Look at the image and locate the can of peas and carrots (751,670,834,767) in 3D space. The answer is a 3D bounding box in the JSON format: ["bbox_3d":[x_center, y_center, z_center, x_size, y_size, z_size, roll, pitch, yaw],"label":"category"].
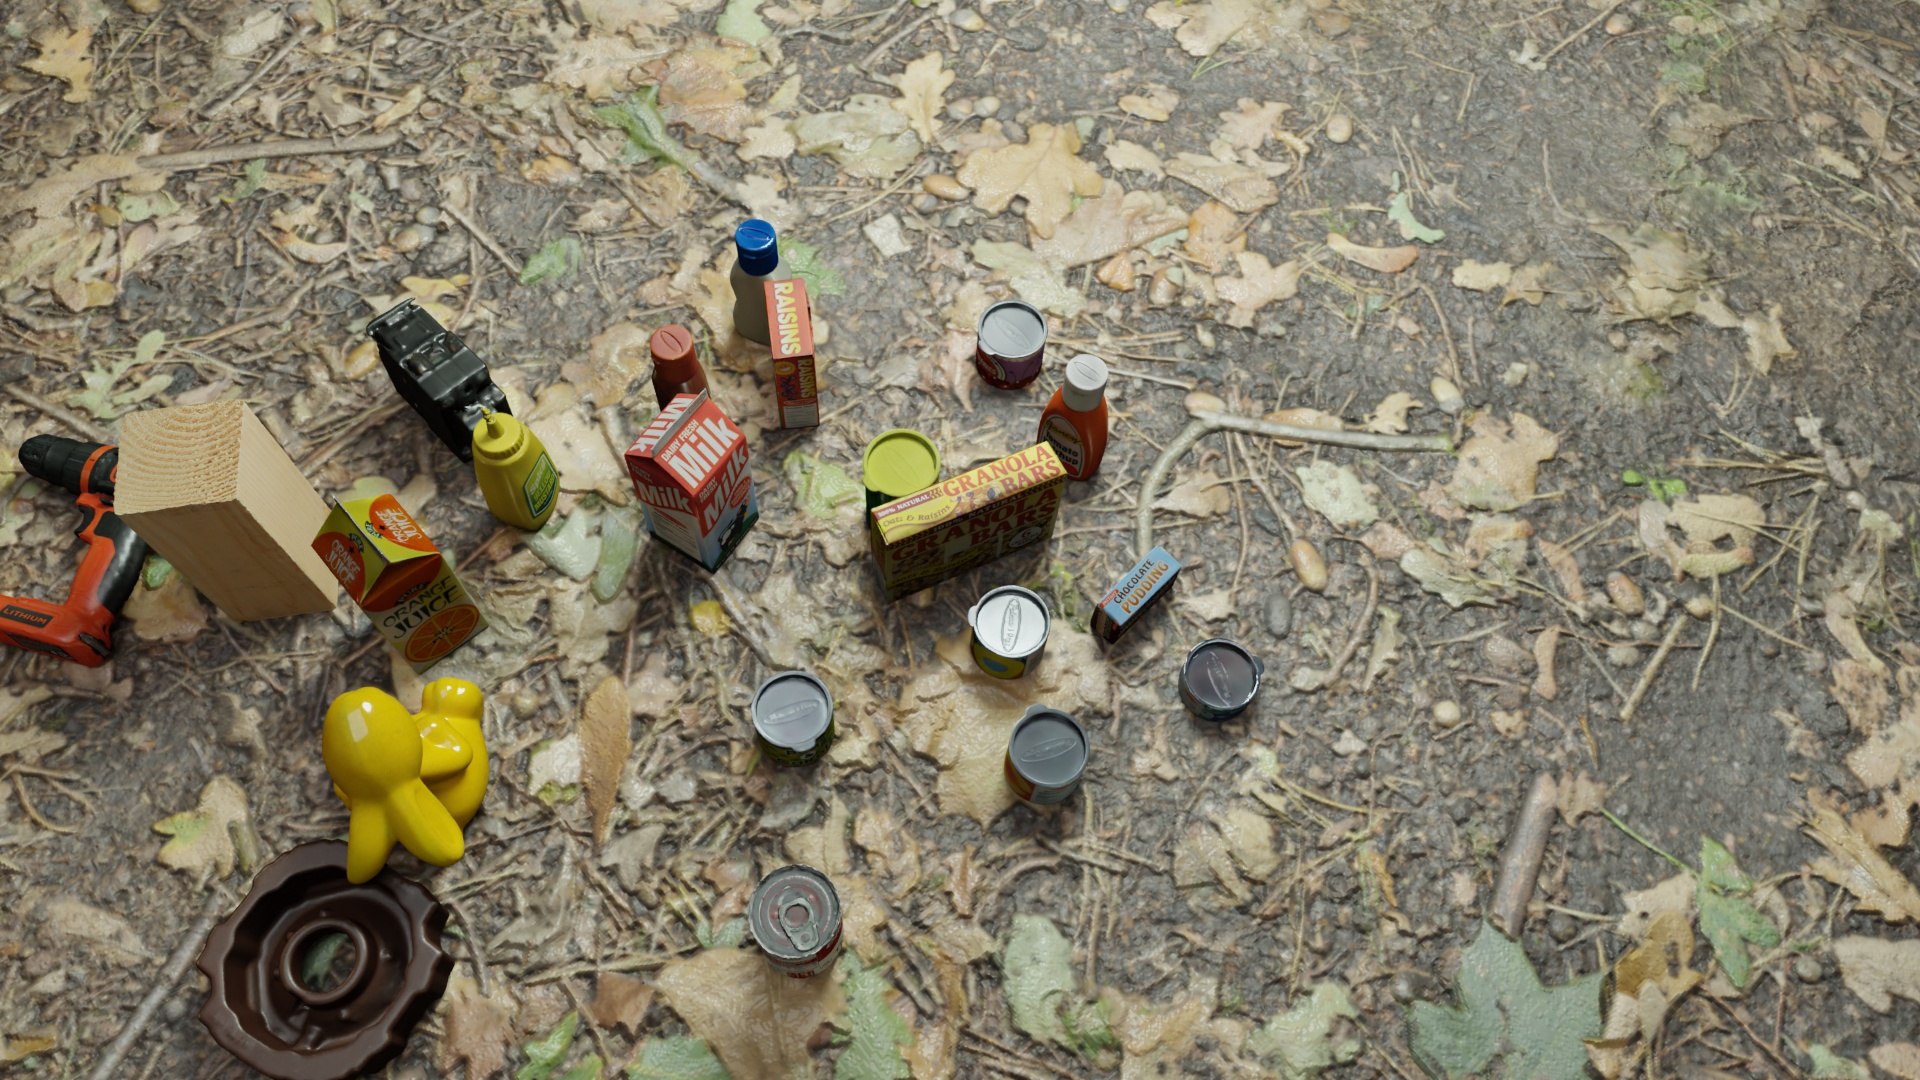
[{"bbox_3d":[-0.136,0.150,1.148,0.071,0.058,0.071,1,64,-2],"label":"can of peas and carrots"}]

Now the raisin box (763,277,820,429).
[{"bbox_3d":[-0.153,-0.169,1.269,0.040,0.123,0.086,-7,65,-6],"label":"raisin box"}]

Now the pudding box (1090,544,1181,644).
[{"bbox_3d":[0.154,0.047,1.219,0.030,0.049,0.084,42,69,16],"label":"pudding box"}]

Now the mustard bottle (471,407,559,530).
[{"bbox_3d":[-0.384,-0.066,1.185,0.049,0.159,0.065,17,64,5],"label":"mustard bottle"}]

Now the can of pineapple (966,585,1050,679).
[{"bbox_3d":[0.041,0.079,1.193,0.071,0.057,0.071,1,64,-2],"label":"can of pineapple"}]

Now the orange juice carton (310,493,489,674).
[{"bbox_3d":[-0.452,0.029,1.116,0.073,0.191,0.072,-38,72,-19],"label":"orange juice carton"}]

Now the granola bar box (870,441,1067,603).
[{"bbox_3d":[0.004,-0.015,1.200,0.166,0.123,0.039,-22,67,-13],"label":"granola bar box"}]

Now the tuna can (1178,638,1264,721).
[{"bbox_3d":[0.224,0.120,1.196,0.071,0.032,0.071,1,64,-2],"label":"tuna can"}]

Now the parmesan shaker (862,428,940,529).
[{"bbox_3d":[-0.054,-0.043,1.223,0.071,0.102,0.071,1,64,-2],"label":"parmesan shaker"}]

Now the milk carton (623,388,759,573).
[{"bbox_3d":[-0.226,-0.054,1.171,0.073,0.189,0.072,30,66,11],"label":"milk carton"}]

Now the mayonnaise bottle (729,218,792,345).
[{"bbox_3d":[-0.183,-0.238,1.288,0.065,0.147,0.041,15,64,4],"label":"mayonnaise bottle"}]

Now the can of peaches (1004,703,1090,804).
[{"bbox_3d":[0.070,0.177,1.146,0.071,0.057,0.071,1,64,-2],"label":"can of peaches"}]

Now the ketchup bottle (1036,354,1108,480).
[{"bbox_3d":[0.104,-0.112,1.240,0.065,0.148,0.044,37,68,14],"label":"ketchup bottle"}]

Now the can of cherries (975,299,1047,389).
[{"bbox_3d":[0.045,-0.185,1.323,0.071,0.058,0.072,1,64,-2],"label":"can of cherries"}]

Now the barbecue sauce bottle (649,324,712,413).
[{"bbox_3d":[-0.247,-0.135,1.233,0.044,0.148,0.065,-38,72,-19],"label":"barbecue sauce bottle"}]
